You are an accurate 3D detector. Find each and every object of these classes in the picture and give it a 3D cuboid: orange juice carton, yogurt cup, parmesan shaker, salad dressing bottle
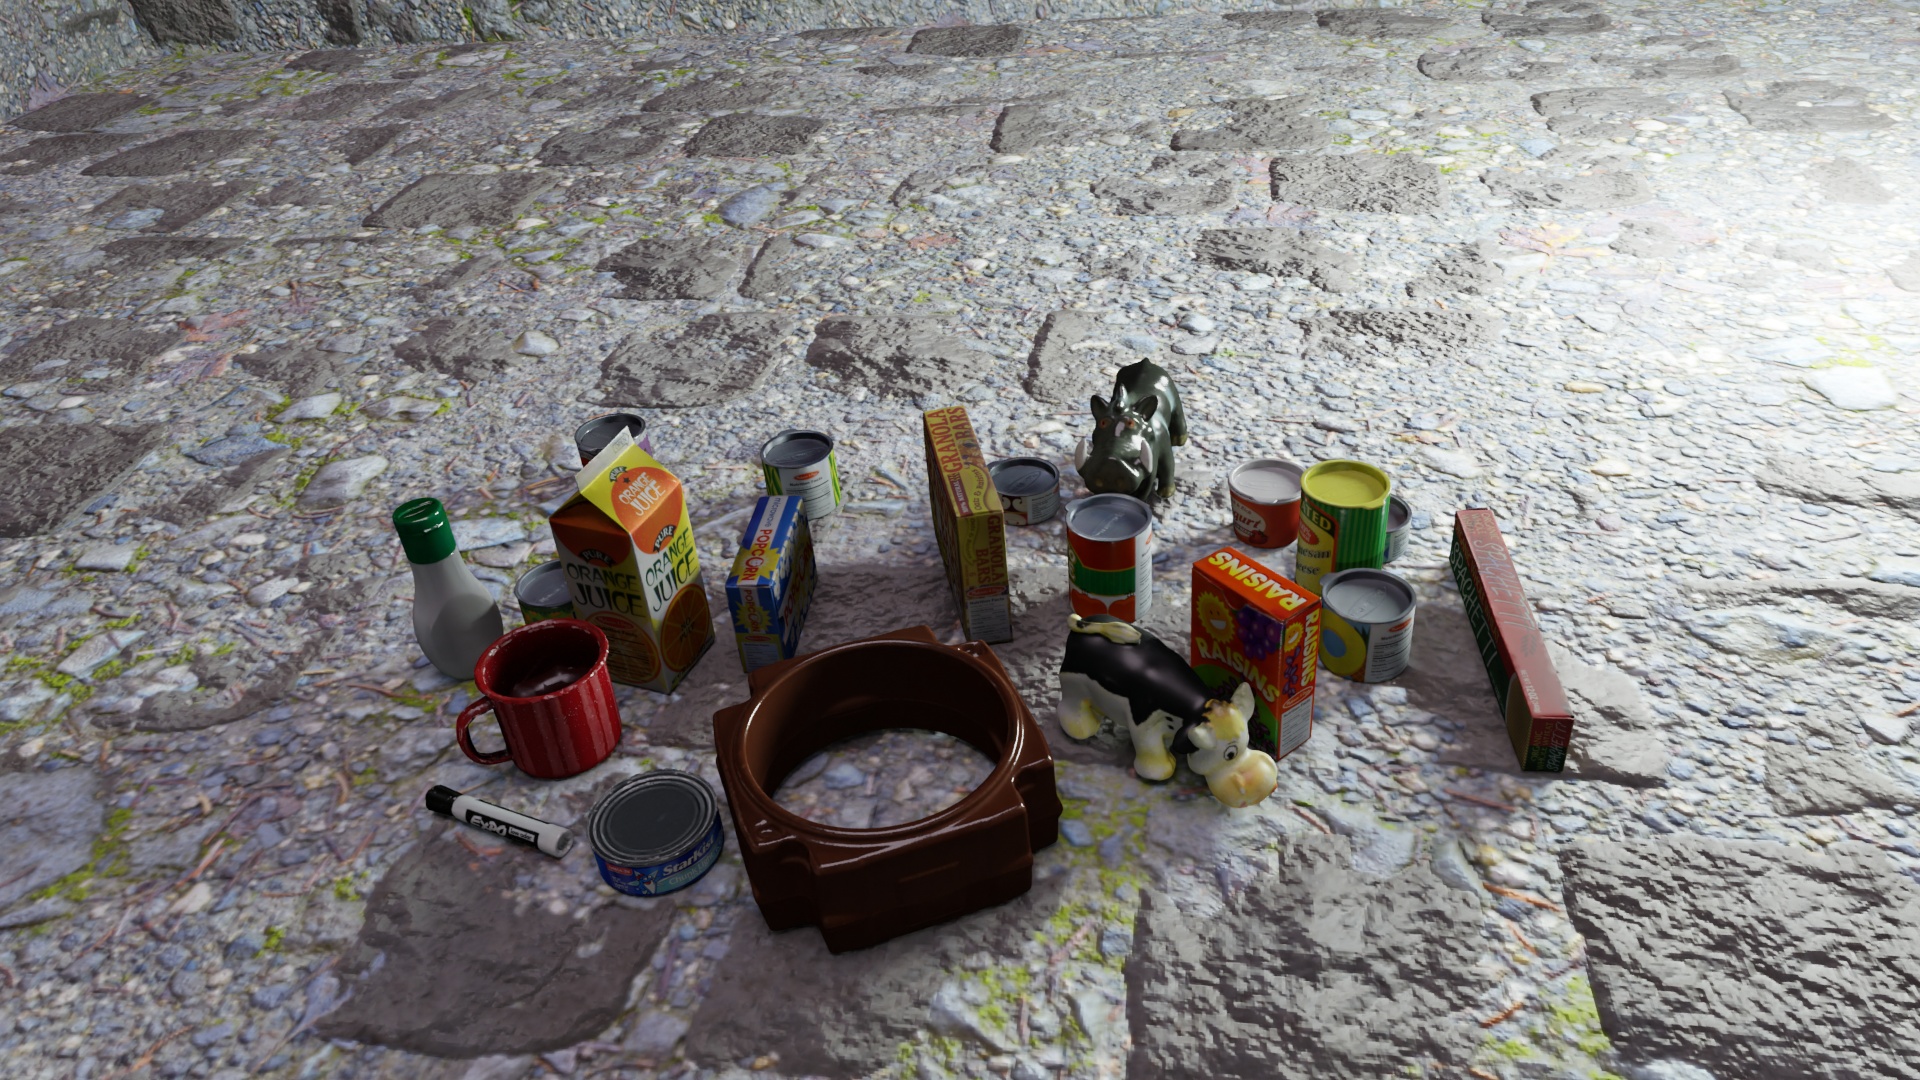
[{"bbox_3d":[-0.247,0.015,1.037,0.073,0.191,0.072,9,37,20],"label":"orange juice carton"},{"bbox_3d":[0.256,-0.030,1.158,0.072,0.053,0.073,-4,34,3],"label":"yogurt cup"},{"bbox_3d":[0.293,0.000,1.066,0.071,0.102,0.072,-4,34,3],"label":"parmesan shaker"},{"bbox_3d":[-0.394,0.037,1.063,0.064,0.146,0.044,-30,41,-31],"label":"salad dressing bottle"}]

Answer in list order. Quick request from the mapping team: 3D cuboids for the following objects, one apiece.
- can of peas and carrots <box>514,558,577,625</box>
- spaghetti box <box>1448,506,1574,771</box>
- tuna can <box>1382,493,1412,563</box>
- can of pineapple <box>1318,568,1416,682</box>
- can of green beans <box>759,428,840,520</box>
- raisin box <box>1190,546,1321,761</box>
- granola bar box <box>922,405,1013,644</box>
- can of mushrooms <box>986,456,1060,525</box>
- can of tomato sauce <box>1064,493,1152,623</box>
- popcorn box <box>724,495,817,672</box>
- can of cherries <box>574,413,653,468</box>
[{"bbox_3d":[-0.312,0.056,1.103,0.071,0.058,0.071,-4,34,3],"label":"can of peas and carrots"},{"bbox_3d":[0.394,0.063,1.006,0.029,0.050,0.251,-1,34,7],"label":"spaghetti box"},{"bbox_3d":[0.332,-0.012,1.140,0.071,0.032,0.071,-4,34,2],"label":"tuna can"},{"bbox_3d":[0.295,0.061,1.016,0.071,0.057,0.071,-4,34,3],"label":"can of pineapple"},{"bbox_3d":[-0.143,-0.058,1.249,0.071,0.057,0.071,-4,34,3],"label":"can of green beans"},{"bbox_3d":[0.198,0.077,0.948,0.040,0.122,0.086,-25,39,-27],"label":"raisin box"},{"bbox_3d":[0.004,-0.014,1.106,0.039,0.123,0.166,-9,34,-6],"label":"granola bar box"},{"bbox_3d":[0.053,-0.045,1.224,0.071,0.033,0.071,-4,34,2],"label":"can of mushrooms"},{"bbox_3d":[0.115,0.015,1.085,0.071,0.082,0.071,-4,34,3],"label":"can of tomato sauce"},{"bbox_3d":[-0.146,0.032,1.092,0.038,0.084,0.127,-1,34,7],"label":"popcorn box"},{"bbox_3d":[-0.324,-0.078,1.301,0.071,0.058,0.072,-4,34,3],"label":"can of cherries"}]
